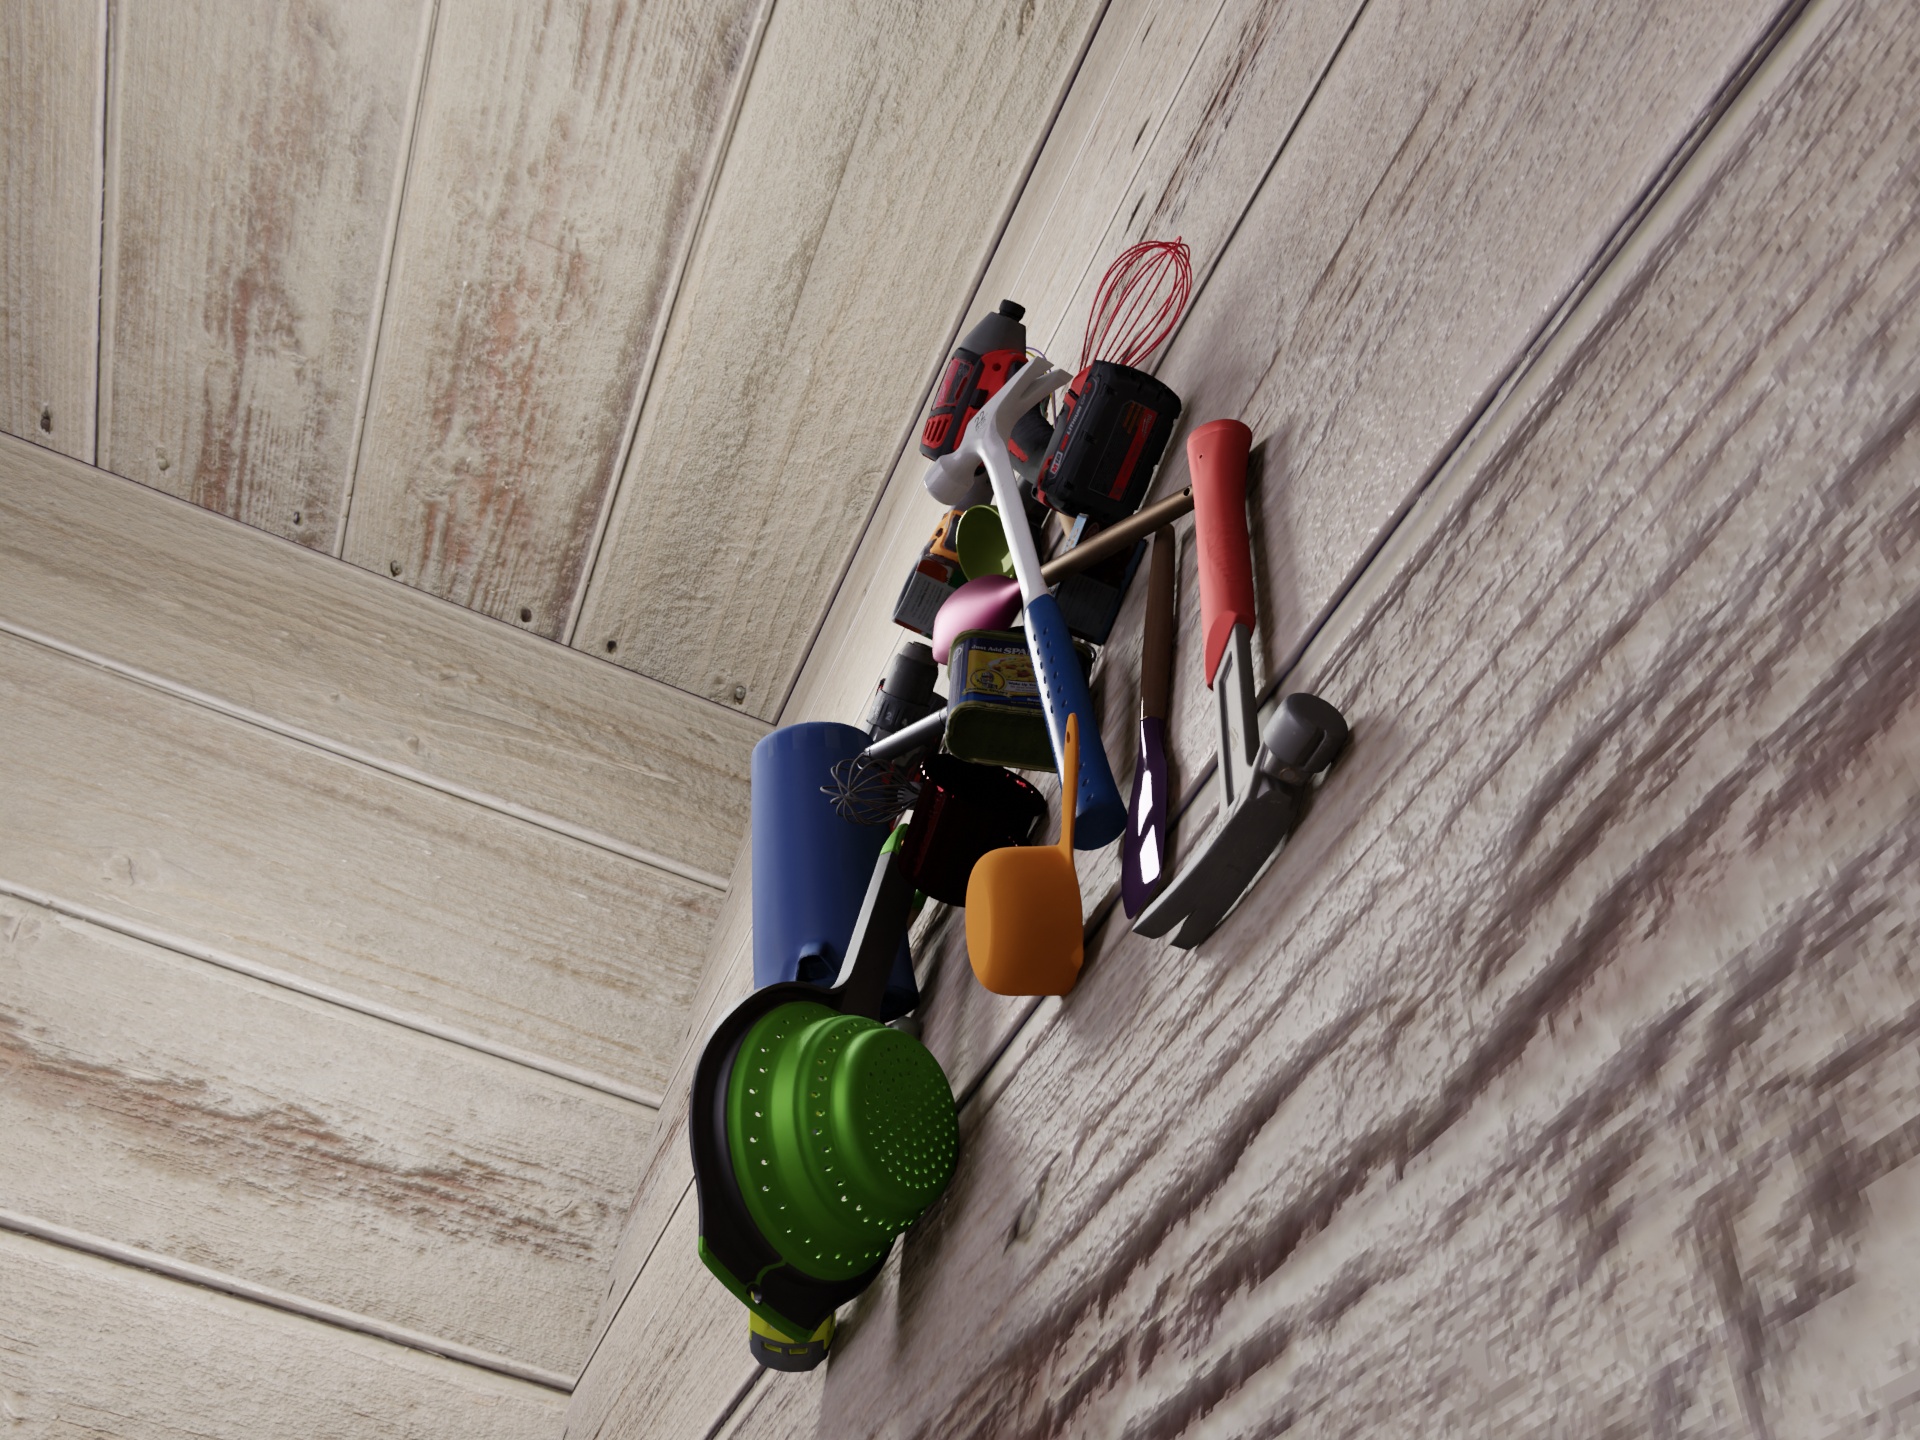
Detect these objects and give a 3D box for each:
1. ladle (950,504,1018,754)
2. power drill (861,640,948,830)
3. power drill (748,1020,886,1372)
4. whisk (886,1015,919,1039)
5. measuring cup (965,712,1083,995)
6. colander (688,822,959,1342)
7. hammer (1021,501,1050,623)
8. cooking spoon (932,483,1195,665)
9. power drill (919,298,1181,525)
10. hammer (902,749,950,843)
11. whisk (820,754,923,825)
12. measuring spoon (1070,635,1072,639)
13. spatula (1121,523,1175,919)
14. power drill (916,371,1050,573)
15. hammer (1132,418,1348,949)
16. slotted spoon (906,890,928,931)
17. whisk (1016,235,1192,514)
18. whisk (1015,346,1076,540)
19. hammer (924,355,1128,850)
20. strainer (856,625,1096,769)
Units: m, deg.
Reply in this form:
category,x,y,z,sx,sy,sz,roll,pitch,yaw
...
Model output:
category,x,y,z,sx,sy,sz,roll,pitch,yaw
ladle,0.003,-0.033,1.282,0.078,0.062,0.320,-27,44,53
power drill,-0.059,0.010,1.502,0.227,0.080,0.188,-62,-8,-82
power drill,-0.106,0.321,1.147,0.229,0.080,0.190,-81,-3,-52
whisk,-0.086,0.281,1.326,0.058,0.059,0.246,-42,-1,-32
measuring cup,0.037,0.077,0.908,0.095,0.052,0.173,-121,32,-65
colander,-0.050,0.204,1.060,0.094,0.204,0.397,-22,31,30
hammer,0.066,-0.128,1.390,0.335,0.035,0.146,-92,25,-66
cooking spoon,0.066,-0.104,1.109,0.319,0.017,0.069,-24,56,52
power drill,0.061,-0.242,1.233,0.220,0.078,0.143,34,105,48
hammer,-0.023,0.077,1.441,0.127,0.034,0.337,-140,71,-81
whisk,-0.042,0.060,1.257,0.238,0.055,0.055,13,-81,-67
measuring spoon,0.091,-0.086,1.216,0.042,0.021,0.129,12,74,53
spatula,0.114,-0.014,0.943,0.059,0.018,0.316,118,168,-45
power drill,0.006,-0.201,1.461,0.185,0.084,0.226,-63,-7,-51
hammer,0.137,-0.050,0.843,0.359,0.036,0.149,-82,17,-52
slotted spoon,-0.047,0.167,1.356,0.070,0.031,0.313,-78,16,-45
whisk,0.107,-0.280,1.341,0.295,0.073,0.073,-58,14,33
whisk,0.067,-0.219,1.301,0.051,0.047,0.245,-49,46,40
hammer,0.053,-0.086,1.057,0.144,0.035,0.406,-47,37,32
strainer,-0.002,-0.004,1.214,0.258,0.050,0.087,-27,79,44
